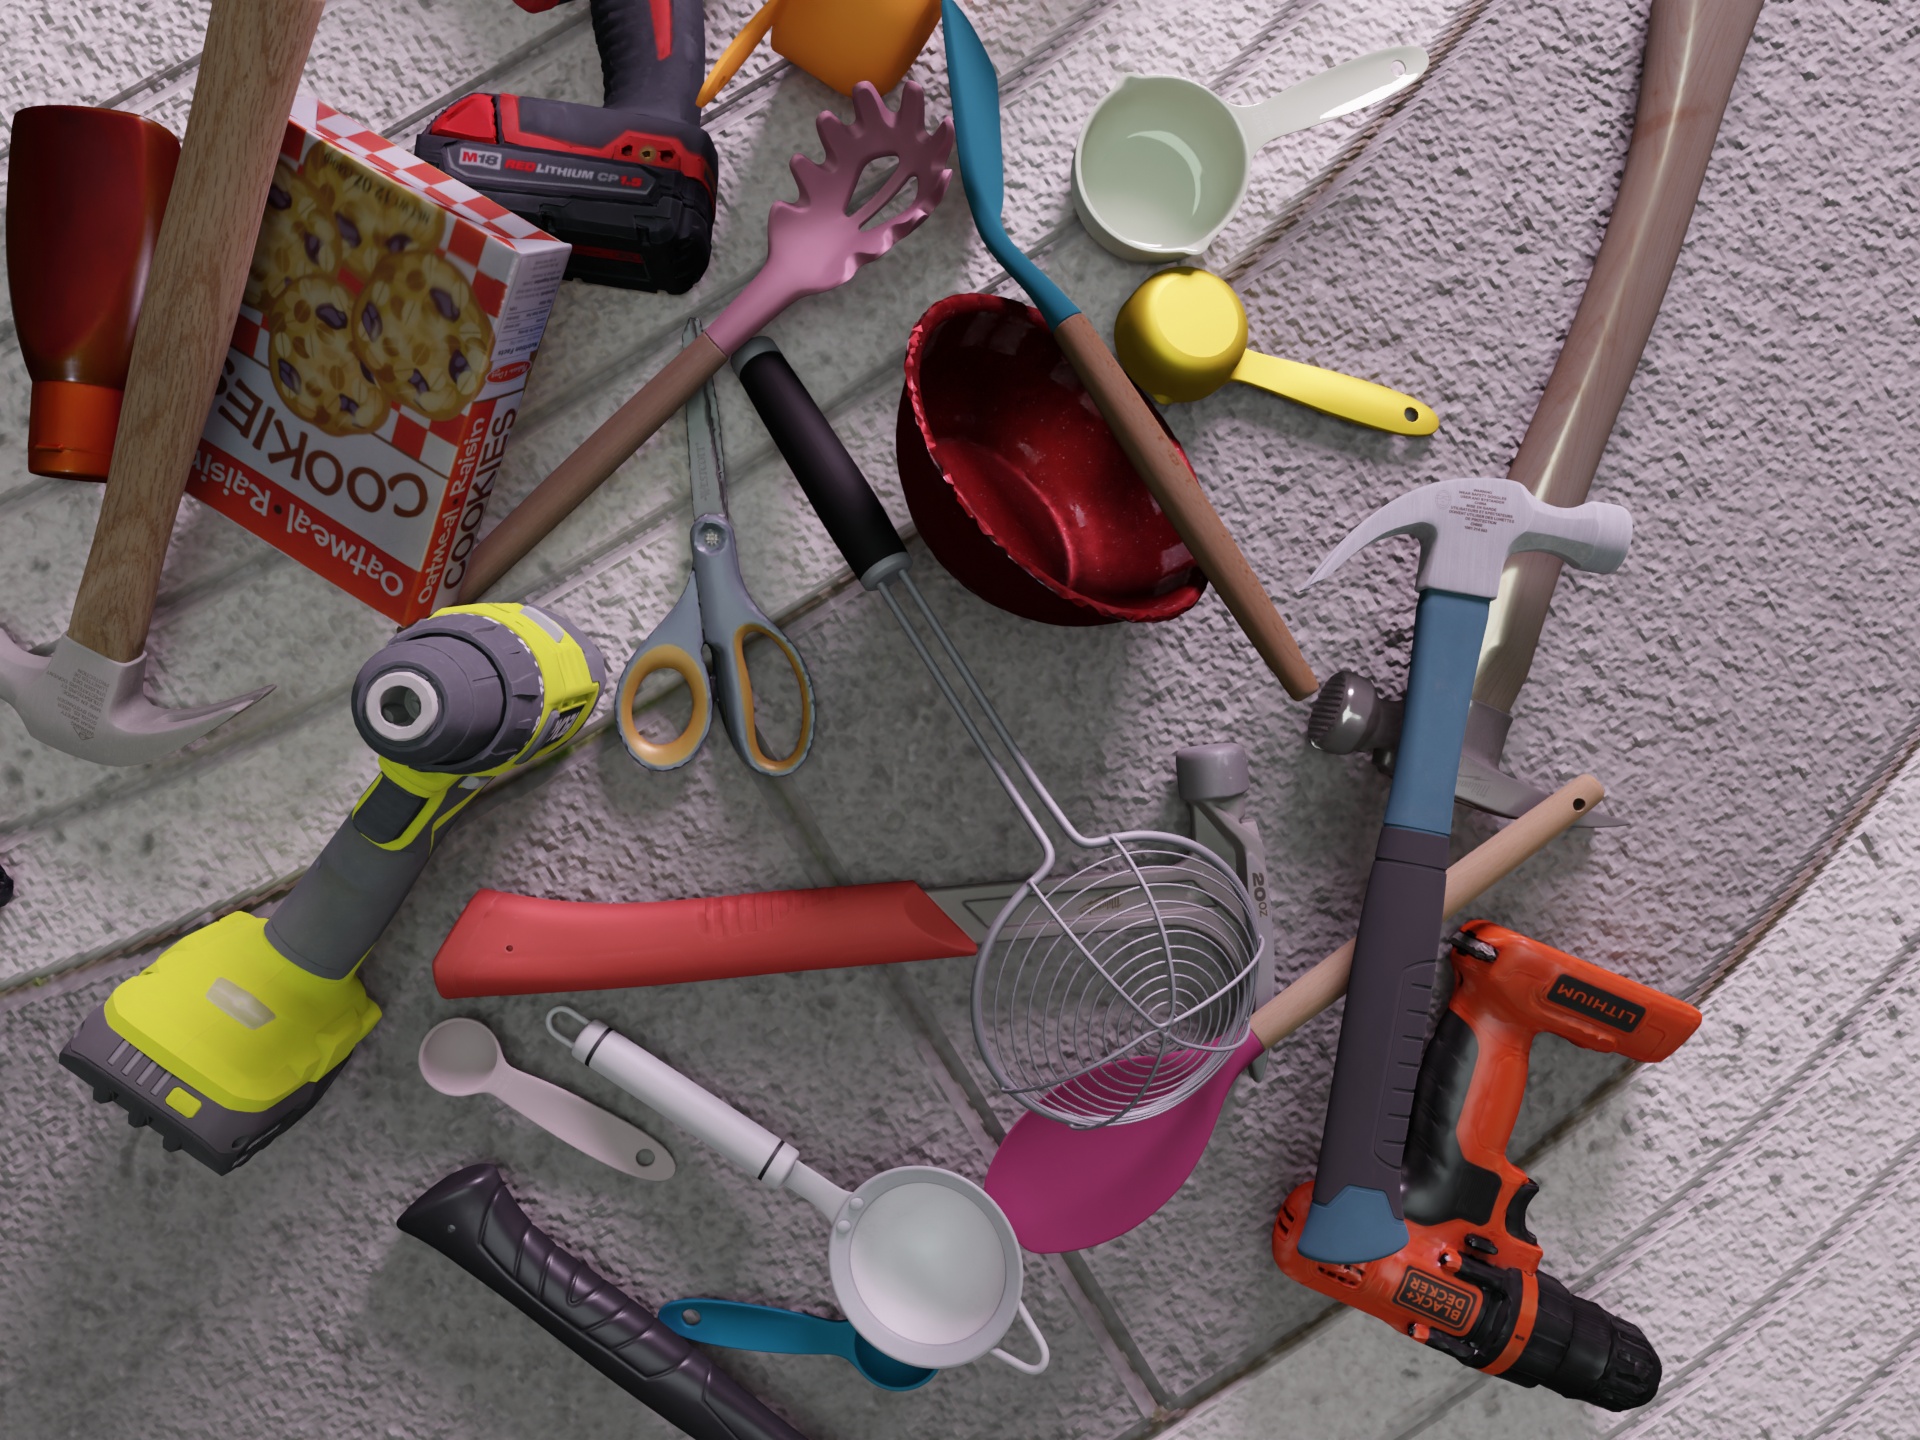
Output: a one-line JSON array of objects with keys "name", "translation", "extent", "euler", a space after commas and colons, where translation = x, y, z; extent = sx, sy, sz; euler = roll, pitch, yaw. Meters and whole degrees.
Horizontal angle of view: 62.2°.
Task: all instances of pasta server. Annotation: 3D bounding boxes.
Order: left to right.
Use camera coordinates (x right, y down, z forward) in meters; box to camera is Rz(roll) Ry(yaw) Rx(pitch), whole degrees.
[{"name": "pasta server", "translation": [-0.124, -0.141, 0.666], "extent": [0.316, 0.040, 0.060], "euler": [-42, 84, 5]}]

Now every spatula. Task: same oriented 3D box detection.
[{"name": "spatula", "translation": [0.067, -0.150, 0.658], "extent": [0.044, 0.082, 0.317], "euler": [-33, 84, 14]}]

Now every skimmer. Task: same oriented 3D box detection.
[{"name": "skimmer", "translation": [-0.001, -0.002, 0.671], "extent": [0.127, 0.090, 0.363], "euler": [-29, 74, -10]}]

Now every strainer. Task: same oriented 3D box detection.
[{"name": "strainer", "translation": [-0.070, 0.194, 0.685], "extent": [0.258, 0.050, 0.087], "euler": [32, 100, 5]}]

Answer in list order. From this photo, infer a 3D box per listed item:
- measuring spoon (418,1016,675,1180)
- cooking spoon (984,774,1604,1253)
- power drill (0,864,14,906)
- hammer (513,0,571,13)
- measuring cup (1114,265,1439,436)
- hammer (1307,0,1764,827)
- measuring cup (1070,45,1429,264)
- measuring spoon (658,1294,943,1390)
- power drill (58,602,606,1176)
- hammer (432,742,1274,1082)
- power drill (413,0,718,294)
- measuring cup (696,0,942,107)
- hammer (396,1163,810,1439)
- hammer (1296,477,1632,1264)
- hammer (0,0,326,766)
[{"name": "measuring spoon", "translation": [-0.179, 0.168, 0.698], "extent": [0.124, 0.018, 0.034], "euler": [33, 88, -11]}, {"name": "cooking spoon", "translation": [0.147, 0.121, 0.684], "extent": [0.319, 0.017, 0.069], "euler": [-36, 92, -2]}, {"name": "power drill", "translation": [-0.518, 0.042, 0.639], "extent": [0.219, 0.078, 0.143], "euler": [41, 88, -1]}, {"name": "hammer", "translation": [0.006, -0.327, 0.614], "extent": [0.386, 0.038, 0.143], "euler": [-32, 92, -27]}, {"name": "measuring cup", "translation": [0.145, -0.158, 0.702], "extent": [0.156, 0.029, 0.062], "euler": [16, 74, -8]}, {"name": "hammer", "translation": [0.293, -0.155, 0.715], "extent": [0.146, 0.038, 0.410], "euler": [20, 89, -6]}, {"name": "measuring cup", "translation": [0.126, -0.256, 0.700], "extent": [0.167, 0.038, 0.083], "euler": [-24, 93, -5]}, {"name": "measuring spoon", "translation": [-0.070, 0.268, 0.708], "extent": [0.128, 0.021, 0.042], "euler": [5, 95, 5]}, {"name": "power drill", "translation": [-0.231, 0.052, 0.605], "extent": [0.080, 0.190, 0.228], "euler": [37, 93, -4]}, {"name": "hammer", "translation": [-0.043, 0.099, 0.694], "extent": [0.359, 0.037, 0.149], "euler": [-5, 91, -5]}, {"name": "power drill", "translation": [-0.173, -0.307, 0.658], "extent": [0.188, 0.080, 0.227], "euler": [7, 88, -5]}, {"name": "measuring cup", "translation": [-0.048, -0.274, 0.634], "extent": [0.052, 0.095, 0.174], "euler": [31, 50, -7]}, {"name": "hammer", "translation": [-0.102, 0.307, 0.687], "extent": [0.335, 0.035, 0.146], "euler": [37, 99, -1]}, {"name": "hammer", "translation": [0.189, 0.060, 0.662], "extent": [0.128, 0.033, 0.331], "euler": [11, 86, 0]}, {"name": "hammer", "translation": [-0.301, -0.122, 0.608], "extent": [0.130, 0.031, 0.331], "euler": [27, 114, -4]}]
